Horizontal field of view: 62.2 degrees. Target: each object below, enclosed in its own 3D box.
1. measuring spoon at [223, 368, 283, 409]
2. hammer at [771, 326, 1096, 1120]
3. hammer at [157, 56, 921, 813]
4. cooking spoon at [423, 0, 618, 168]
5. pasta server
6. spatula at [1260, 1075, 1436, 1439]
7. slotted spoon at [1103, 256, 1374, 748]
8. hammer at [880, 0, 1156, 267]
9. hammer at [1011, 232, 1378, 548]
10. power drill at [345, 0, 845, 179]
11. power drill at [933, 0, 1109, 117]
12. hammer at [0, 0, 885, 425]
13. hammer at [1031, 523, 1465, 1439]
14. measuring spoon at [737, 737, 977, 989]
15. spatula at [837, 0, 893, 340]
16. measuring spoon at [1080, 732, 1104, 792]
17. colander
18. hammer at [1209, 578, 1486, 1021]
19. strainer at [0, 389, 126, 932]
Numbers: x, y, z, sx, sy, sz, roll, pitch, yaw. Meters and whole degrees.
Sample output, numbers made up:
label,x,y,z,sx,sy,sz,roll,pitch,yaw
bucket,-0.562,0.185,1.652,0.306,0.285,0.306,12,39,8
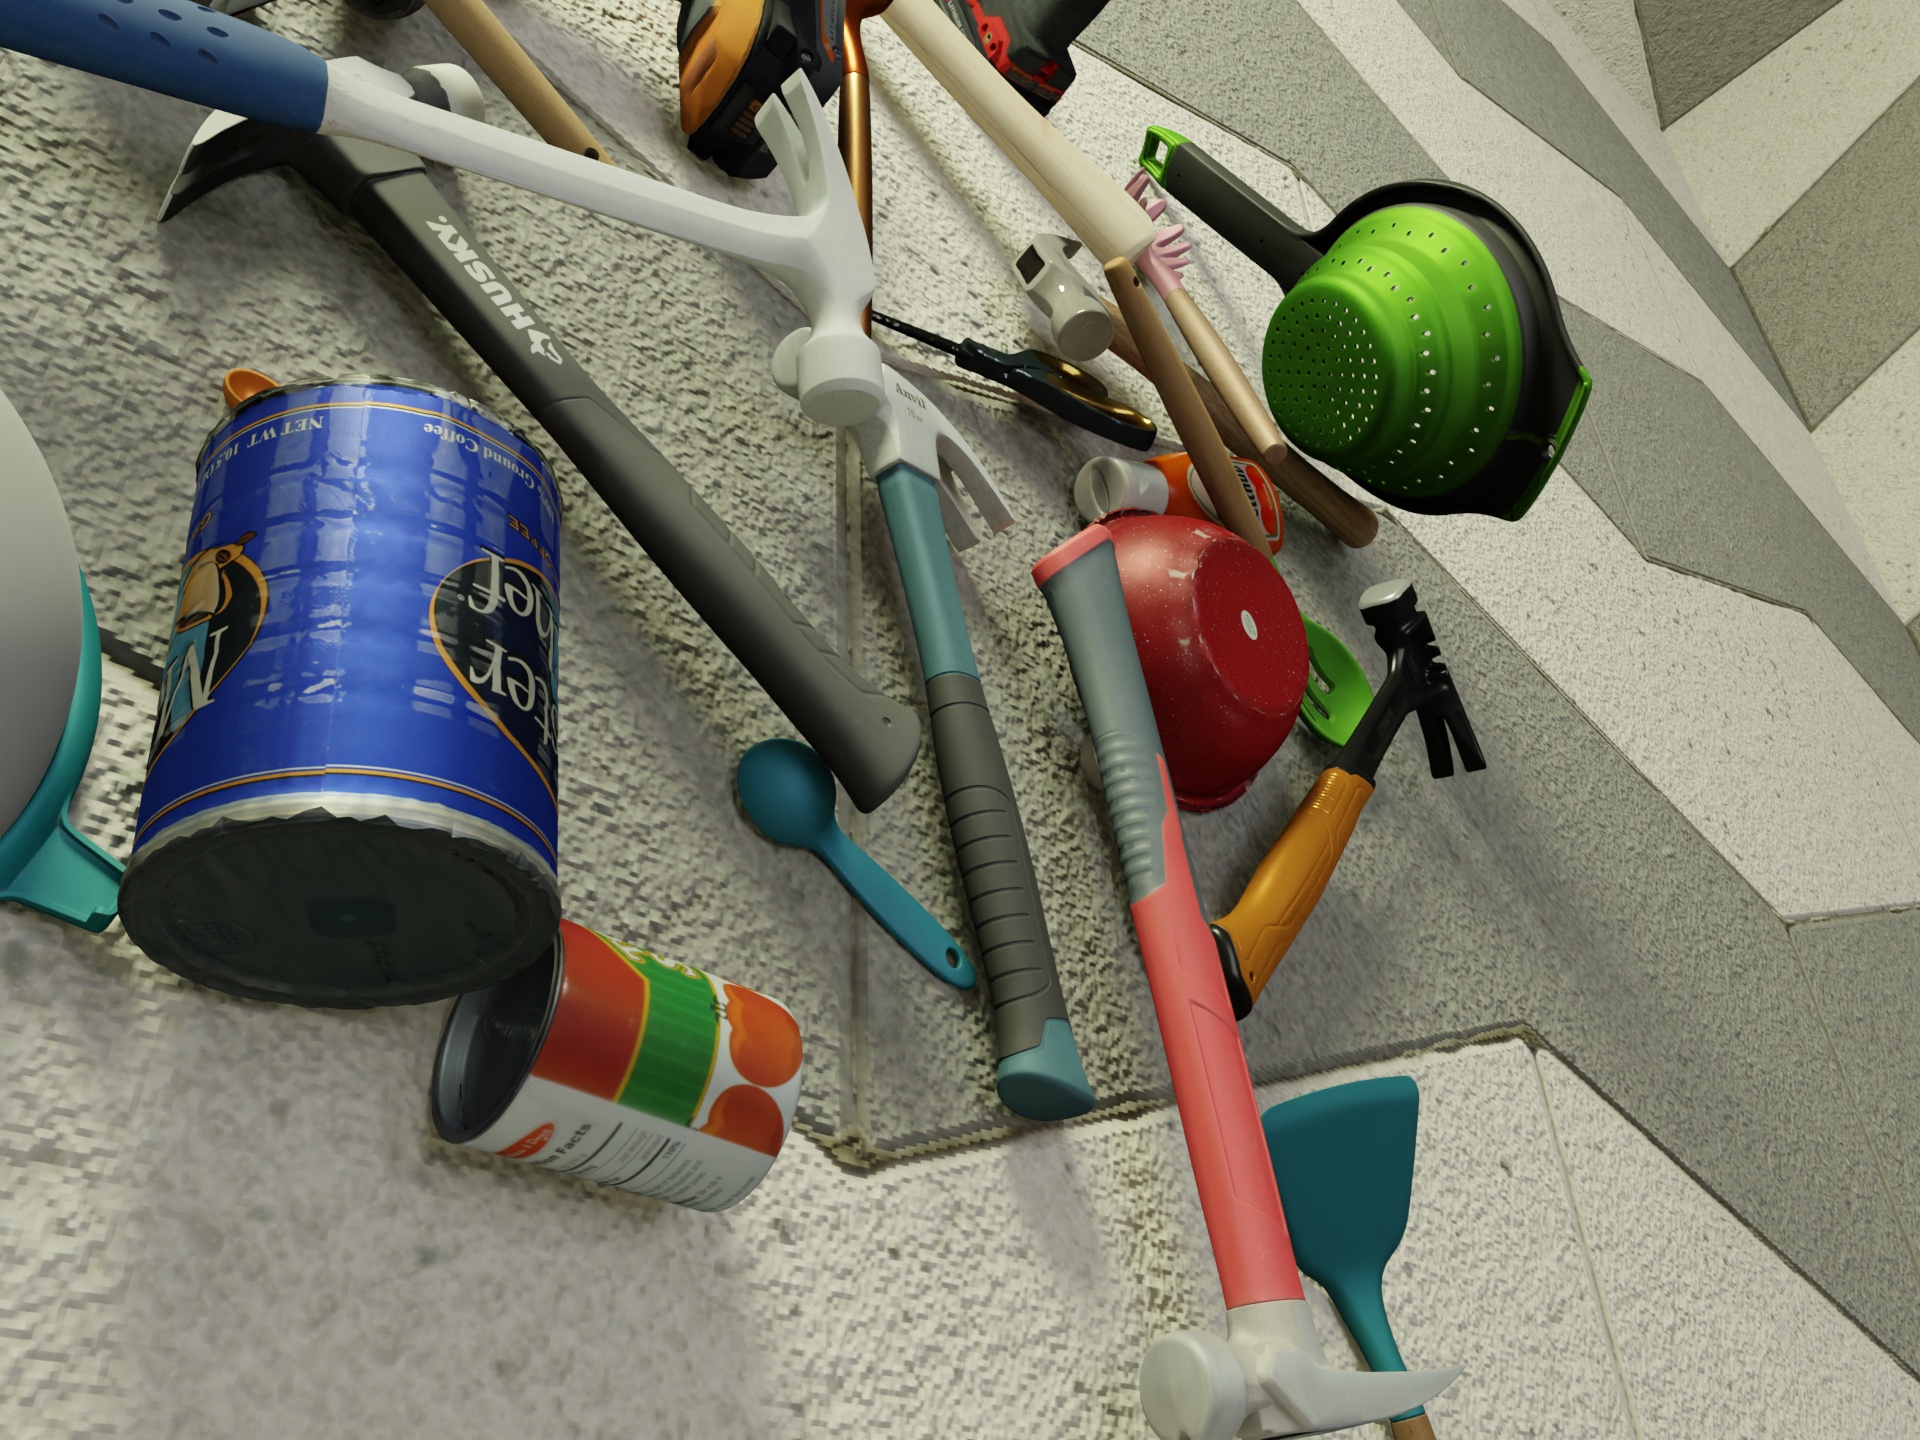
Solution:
label,x,y,z,sx,sy,sz,roll,pitch,yaw
measuring spoon,-0.194,-0.094,0.543,0.116,0.011,0.021,14,41,-46
hammer,-0.001,-0.002,0.653,0.128,0.033,0.331,19,51,-53
hammer,-0.134,-0.100,0.572,0.335,0.035,0.146,49,37,-1
cooking spoon,-0.236,-0.322,0.587,0.069,0.017,0.318,-44,100,-22
pasta server,0.143,-0.244,0.947,0.060,0.040,0.317,44,20,-37
spatula,0.193,0.307,0.639,0.082,0.044,0.318,-6,67,-23
slotted spoon,0.152,-0.109,0.861,0.313,0.031,0.070,58,45,-24
hammer,-0.044,-0.410,0.894,0.410,0.038,0.146,47,38,-2
hammer,0.152,-0.189,0.962,0.331,0.031,0.130,27,28,-39
power drill,-0.164,-0.332,0.701,0.226,0.084,0.186,23,50,-31
power drill,0.077,-0.484,0.962,0.078,0.219,0.143,4,60,-47
hammer,-0.199,-0.205,0.521,0.405,0.035,0.144,7,67,-38
hammer,0.099,0.087,0.659,0.143,0.038,0.387,13,54,-36
measuring spoon,-0.032,0.054,0.598,0.128,0.021,0.042,47,37,-14
spatula,-0.046,-0.304,0.793,0.081,0.041,0.323,25,56,-48
measuring spoon,0.075,0.062,0.722,0.034,0.018,0.124,8,64,-45
colander,0.208,-0.270,1.005,0.094,0.204,0.398,-17,52,-29
hammer,0.195,0.050,0.821,0.337,0.034,0.127,-44,112,-47
strainer,-0.322,-0.040,0.286,0.340,0.095,0.211,-6,68,-51
